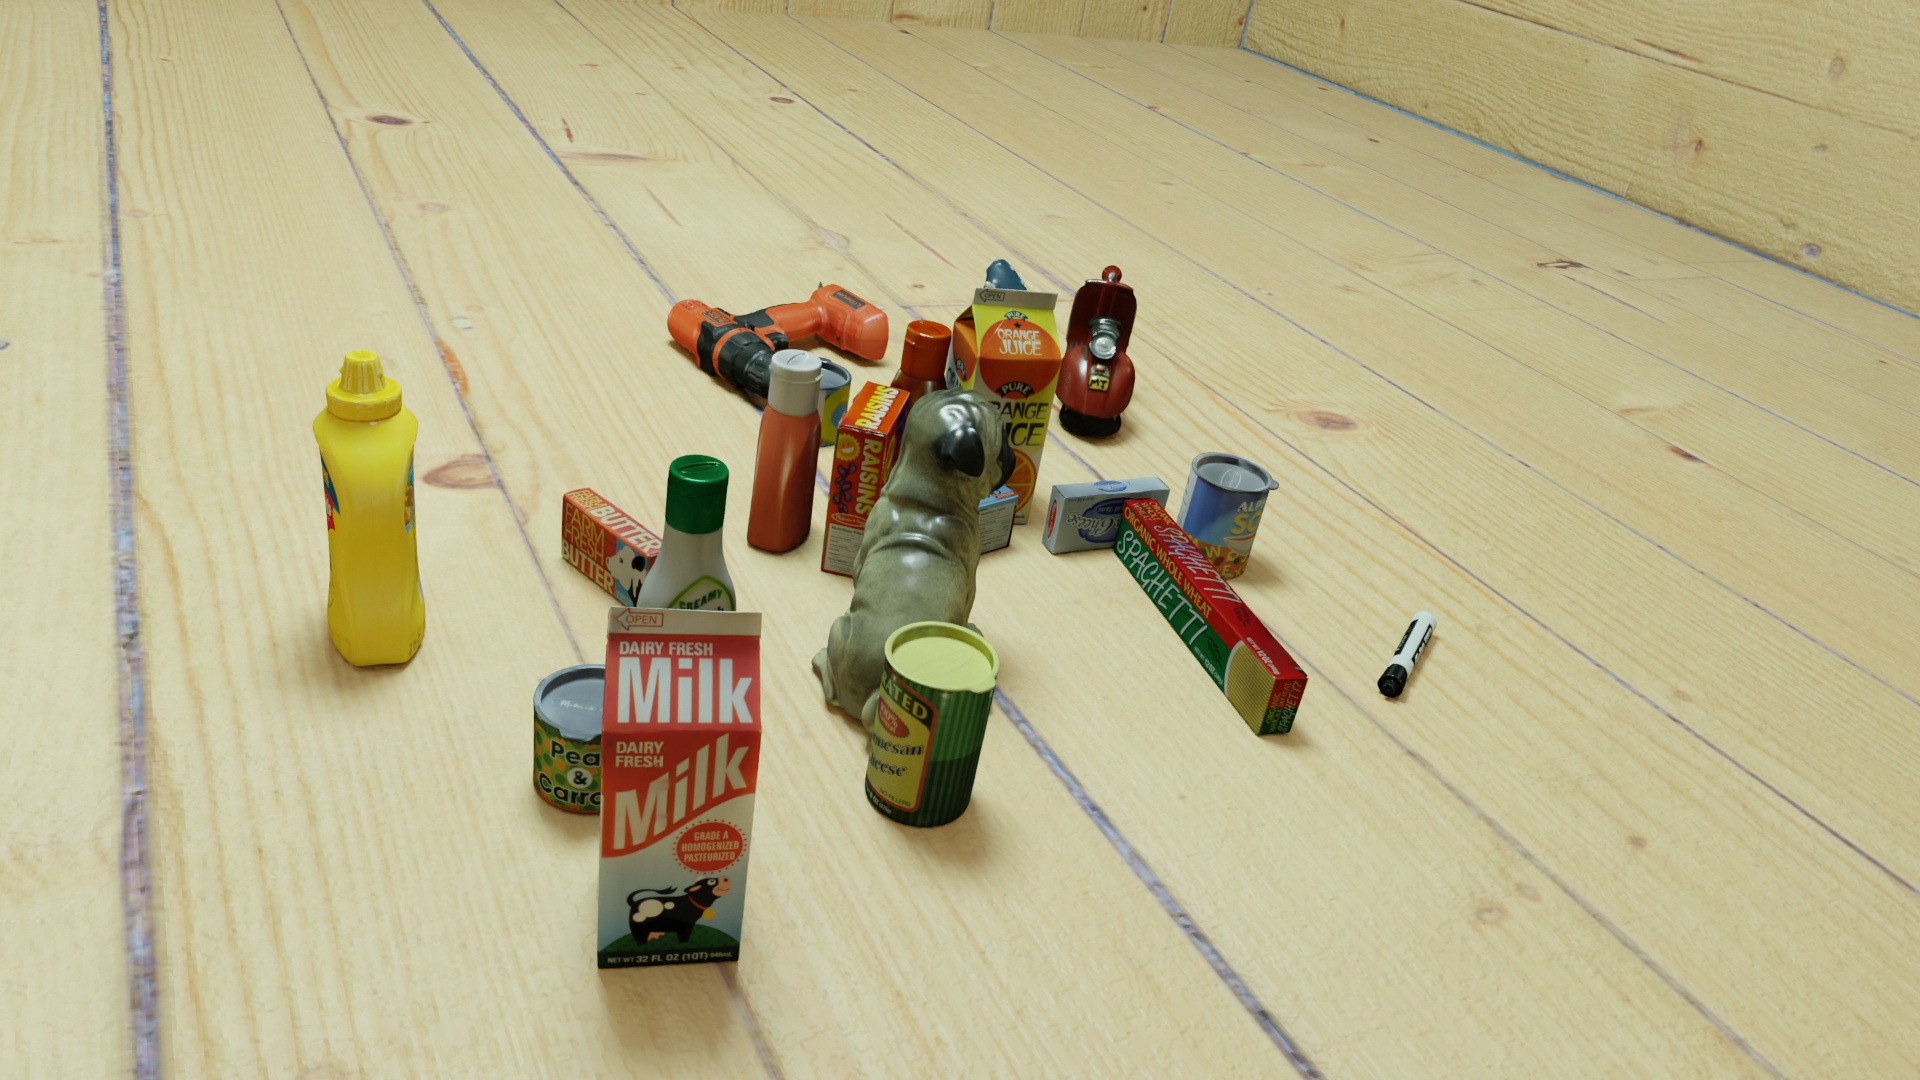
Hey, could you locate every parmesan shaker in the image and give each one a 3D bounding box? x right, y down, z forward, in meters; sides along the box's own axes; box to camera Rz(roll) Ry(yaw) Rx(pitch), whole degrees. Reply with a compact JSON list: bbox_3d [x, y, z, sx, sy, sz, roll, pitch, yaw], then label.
[{"bbox_3d":[-0.016,0.109,0.811,0.071,0.102,0.071,8,29,-4],"label":"parmesan shaker"}]

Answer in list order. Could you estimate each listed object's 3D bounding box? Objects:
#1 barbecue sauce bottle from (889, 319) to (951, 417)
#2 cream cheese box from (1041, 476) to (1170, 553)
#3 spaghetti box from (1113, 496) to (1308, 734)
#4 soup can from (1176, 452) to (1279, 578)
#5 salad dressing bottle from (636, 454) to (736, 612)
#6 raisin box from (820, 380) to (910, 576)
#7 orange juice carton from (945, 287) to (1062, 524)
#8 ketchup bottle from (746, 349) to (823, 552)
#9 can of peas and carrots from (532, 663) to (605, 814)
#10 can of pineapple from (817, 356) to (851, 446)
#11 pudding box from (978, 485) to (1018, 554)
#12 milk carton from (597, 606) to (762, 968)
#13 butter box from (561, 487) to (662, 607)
[{"bbox_3d":[-0.037,-0.105,1.134,0.044,0.147,0.065,-13,37,-36],"label":"barbecue sauce bottle"},{"bbox_3d":[0.118,-0.021,1.135,0.104,0.053,0.024,-6,33,-27],"label":"cream cheese box"},{"bbox_3d":[0.179,0.049,1.035,0.029,0.050,0.251,-1,31,-21],"label":"spaghetti box"},{"bbox_3d":[0.214,-0.019,1.131,0.071,0.083,0.072,8,29,-4],"label":"soup can"},{"bbox_3d":[-0.170,0.018,0.875,0.064,0.147,0.044,-11,36,-34],"label":"salad dressing bottle"},{"bbox_3d":[-0.072,-0.046,1.045,0.040,0.122,0.086,13,29,5],"label":"raisin box"},{"bbox_3d":[0.029,-0.113,1.125,0.072,0.191,0.073,0,31,-18],"label":"orange juice carton"},{"bbox_3d":[-0.129,-0.068,1.039,0.043,0.148,0.065,17,30,11],"label":"ketchup bottle"},{"bbox_3d":[-0.208,0.114,0.786,0.071,0.058,0.071,8,29,-4],"label":"can of peas and carrots"},{"bbox_3d":[-0.131,-0.123,1.228,0.071,0.057,0.071,8,29,-4],"label":"can of pineapple"},{"bbox_3d":[0.004,-0.014,1.088,0.084,0.049,0.030,-16,38,-39],"label":"pudding box"},{"bbox_3d":[-0.139,0.113,0.676,0.072,0.189,0.074,2,30,-15],"label":"milk carton"},{"bbox_3d":[-0.240,0.008,0.967,0.104,0.052,0.024,31,35,32],"label":"butter box"}]
